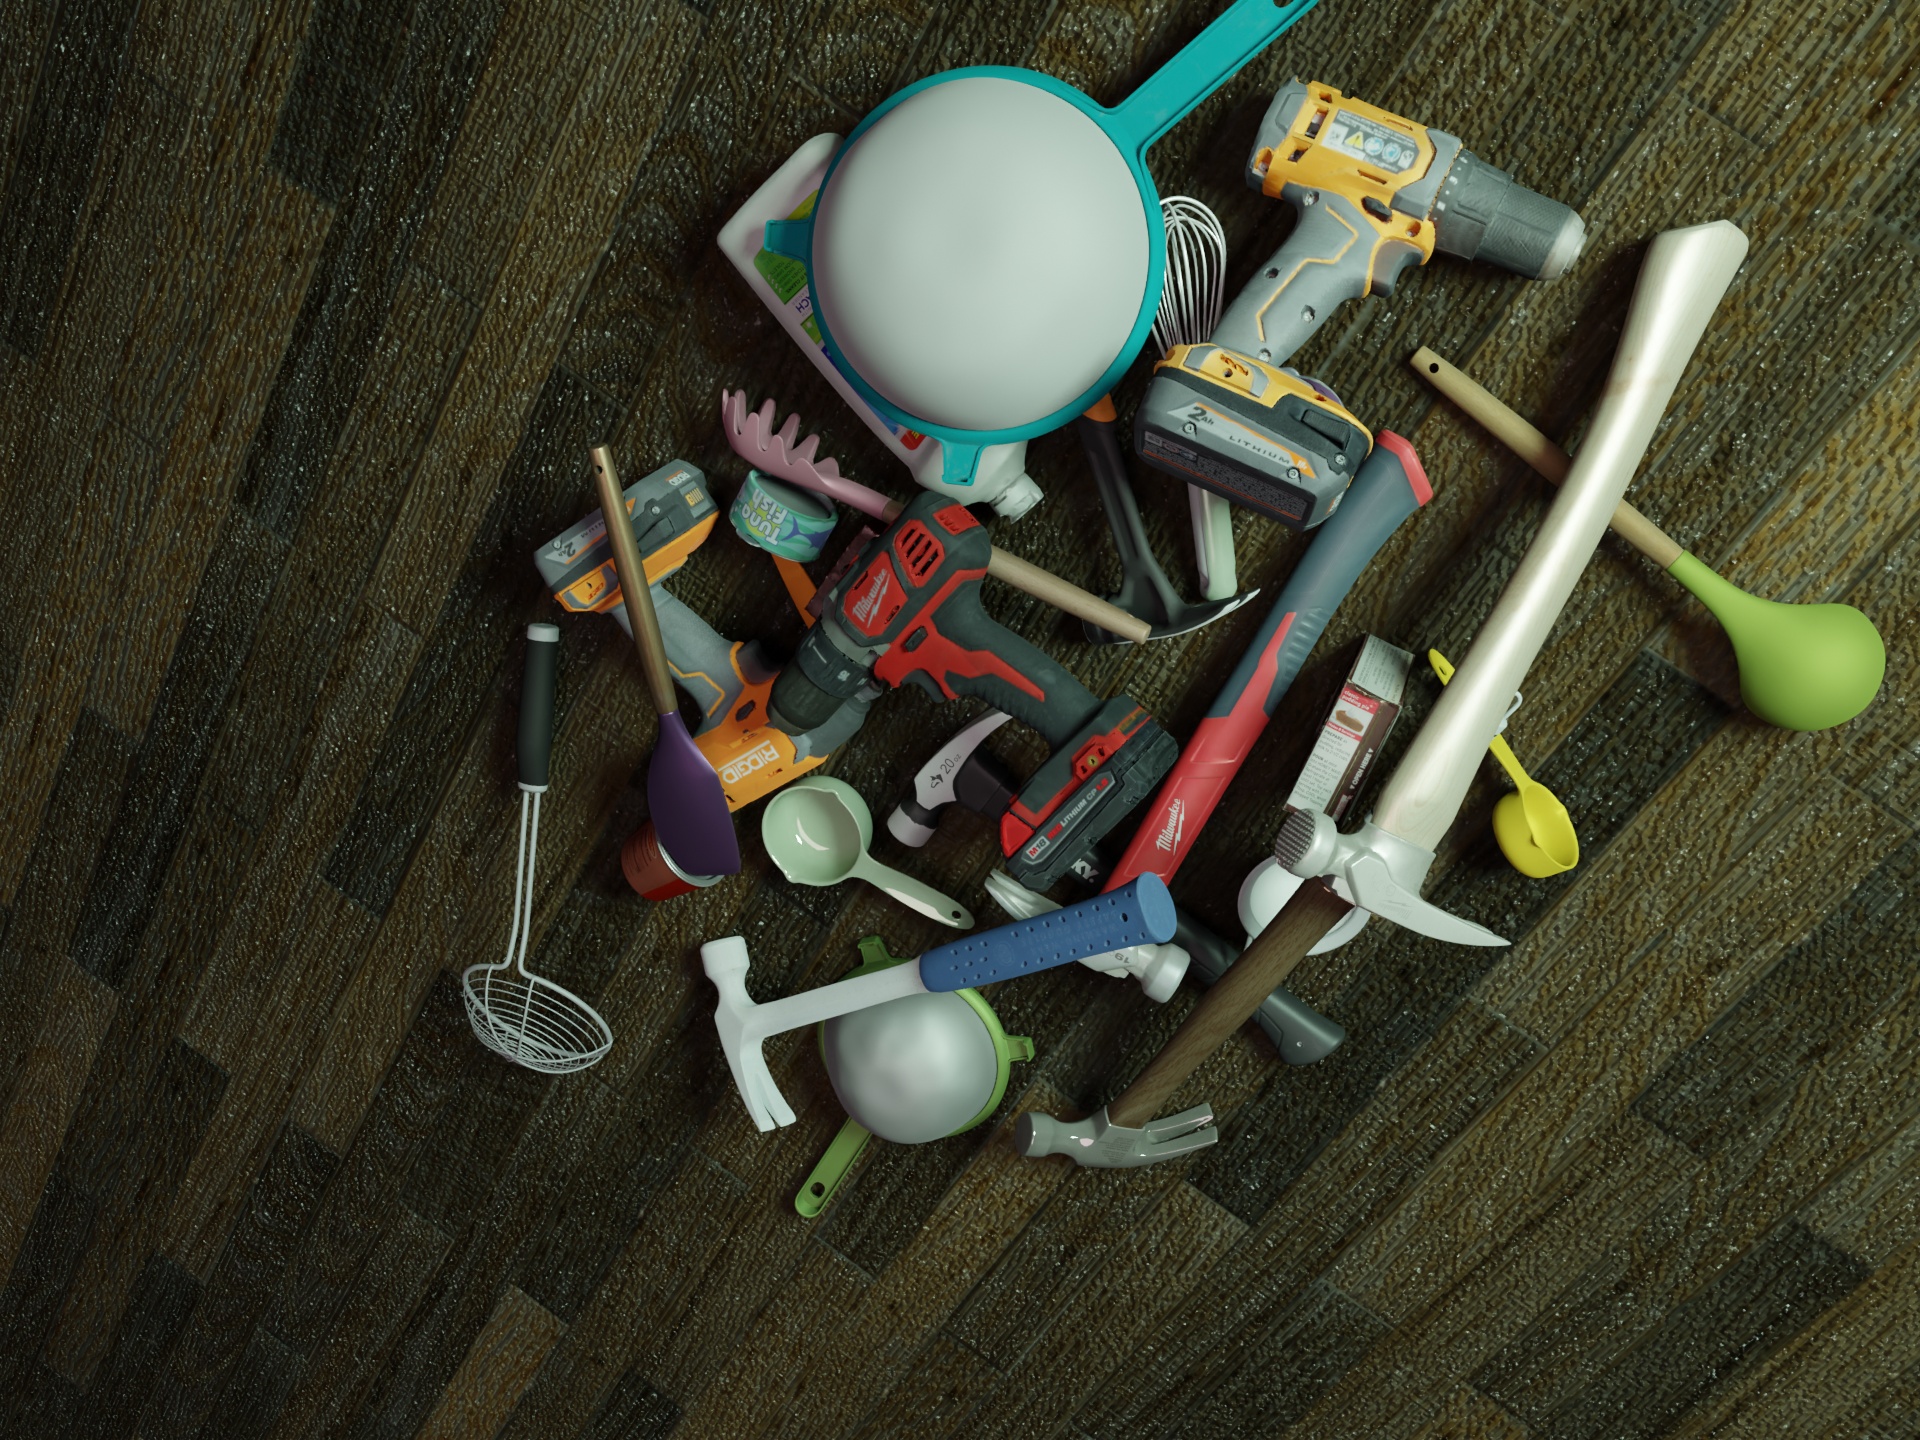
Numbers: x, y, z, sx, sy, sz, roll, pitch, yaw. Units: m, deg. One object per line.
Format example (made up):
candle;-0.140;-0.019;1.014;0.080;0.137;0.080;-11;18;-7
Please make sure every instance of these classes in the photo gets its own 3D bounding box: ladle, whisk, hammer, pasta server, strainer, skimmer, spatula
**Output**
ladle;0.387;-0.110;0.911;0.320;0.062;0.078;41;112;8
whisk;0.141;-0.187;0.955;0.059;0.058;0.246;-14;111;-9
hammer;0.119;0.117;1.077;0.335;0.035;0.146;37;116;2
hammer;0.159;-0.011;0.990;0.143;0.038;0.386;29;109;4
hammer;0.161;0.201;1.031;0.130;0.031;0.331;12;133;-21
pasta server;-0.020;-0.128;1.000;0.316;0.060;0.040;27;108;14
hammer;-0.027;0.177;1.065;0.405;0.035;0.144;-23;78;39
strainer;0.258;0.068;0.994;0.086;0.050;0.258;29;125;-14
skimmer;-0.316;0.103;1.217;0.127;0.090;0.363;11;102;17
strainer;-0.069;0.295;1.182;0.151;0.069;0.256;33;114;4
strainer;0.052;-0.294;0.857;0.340;0.095;0.211;-37;91;18
hammer;0.076;-0.210;0.953;0.127;0.034;0.337;-8;105;52
spatula;-0.202;-0.030;1.051;0.060;0.018;0.315;-2;117;14
hammer;0.326;-0.074;0.870;0.146;0.038;0.410;25;95;-17

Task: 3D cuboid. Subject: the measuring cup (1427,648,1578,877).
measuring cup;0.323;0.027;0.976;0.029;0.062;0.156;-36;84;39

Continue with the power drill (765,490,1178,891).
power drill;-0.002;-0.003;0.974;0.227;0.080;0.188;46;116;5

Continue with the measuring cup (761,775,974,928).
measuring cup;-0.060;0.097;1.127;0.167;0.038;0.083;29;115;4

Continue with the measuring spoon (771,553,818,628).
measuring spoon;-0.112;-0.091;1.088;0.021;0.011;0.117;-25;100;24

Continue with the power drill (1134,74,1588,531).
power drill;0.214;-0.219;0.861;0.185;0.084;0.226;26;83;9

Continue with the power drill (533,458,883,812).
power drill;-0.164;-0.059;1.082;0.164;0.084;0.226;-28;103;25
